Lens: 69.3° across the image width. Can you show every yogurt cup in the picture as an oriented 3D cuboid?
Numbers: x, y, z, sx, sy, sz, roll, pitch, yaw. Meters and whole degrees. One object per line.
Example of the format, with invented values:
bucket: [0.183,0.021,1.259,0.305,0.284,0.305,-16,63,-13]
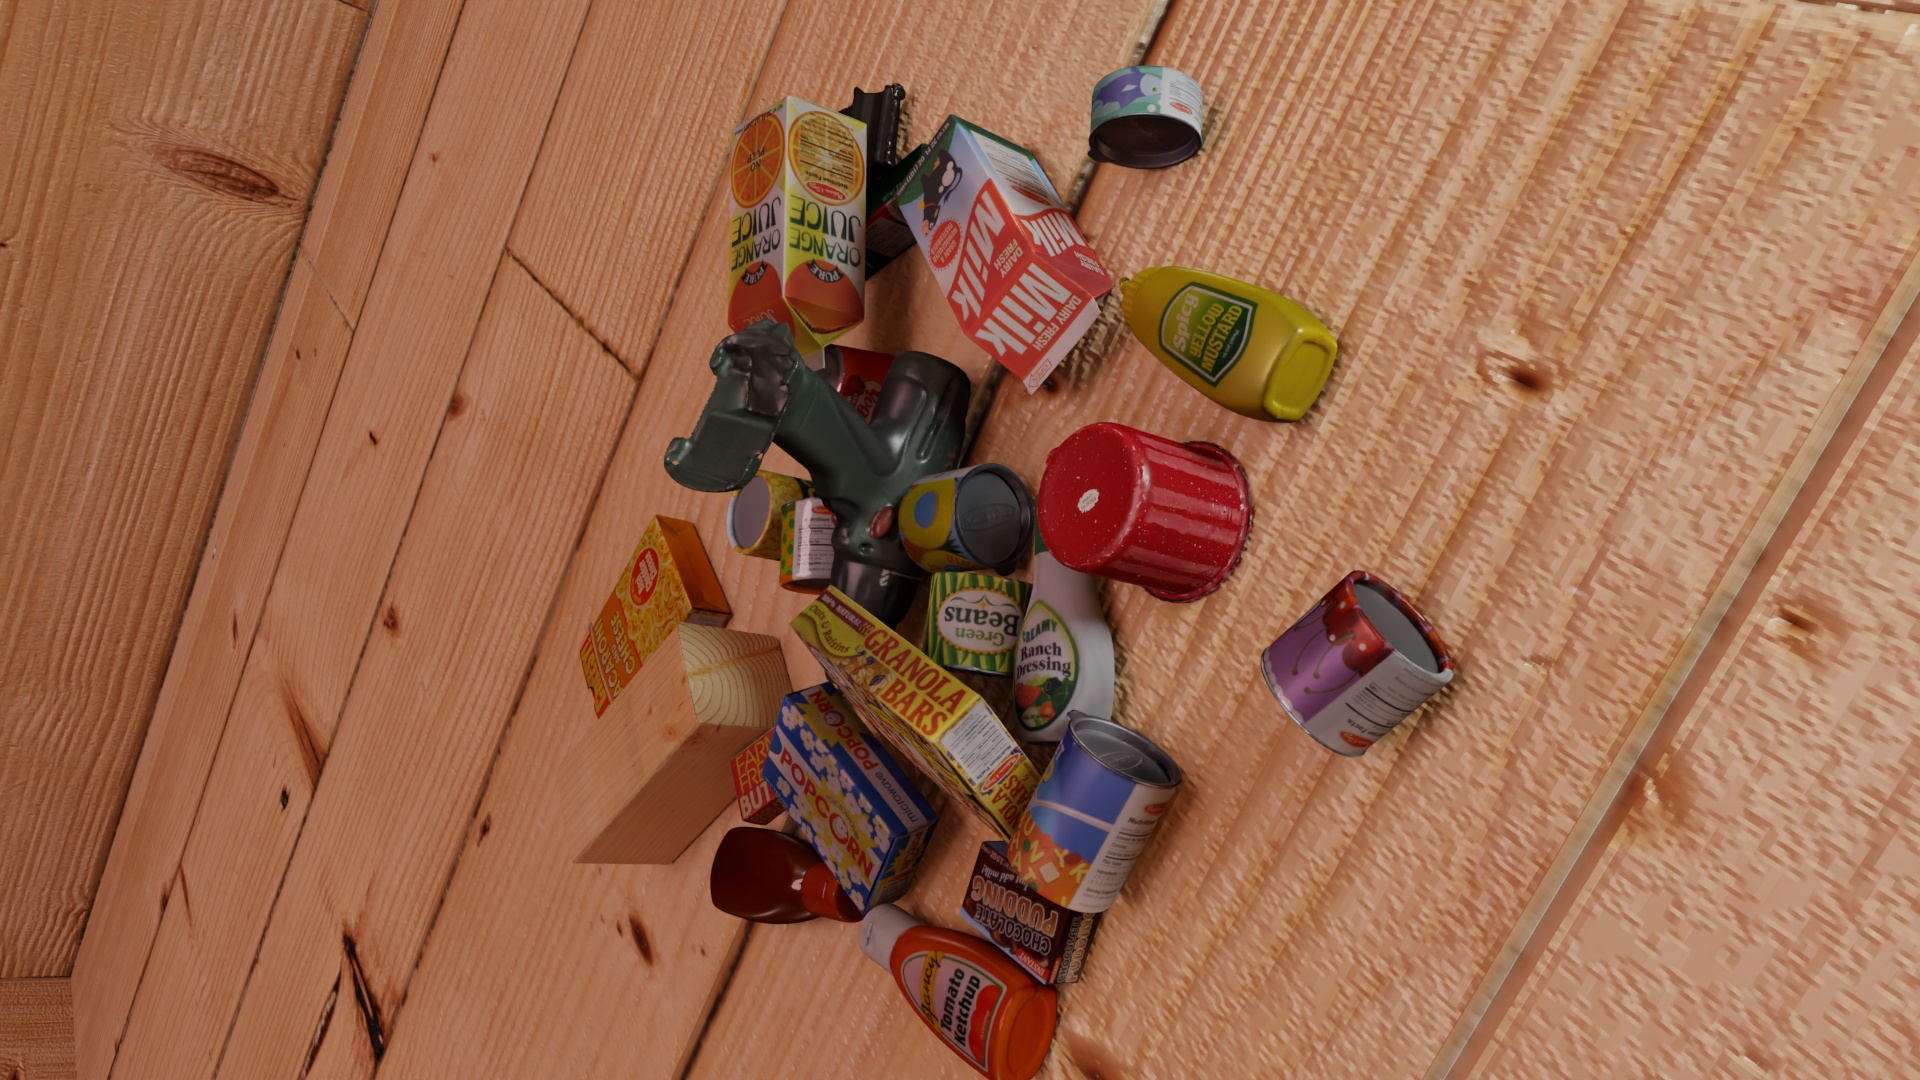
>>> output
yogurt cup: [-0.080,-0.110,1.013,0.072,0.054,0.072,-18,65,46]

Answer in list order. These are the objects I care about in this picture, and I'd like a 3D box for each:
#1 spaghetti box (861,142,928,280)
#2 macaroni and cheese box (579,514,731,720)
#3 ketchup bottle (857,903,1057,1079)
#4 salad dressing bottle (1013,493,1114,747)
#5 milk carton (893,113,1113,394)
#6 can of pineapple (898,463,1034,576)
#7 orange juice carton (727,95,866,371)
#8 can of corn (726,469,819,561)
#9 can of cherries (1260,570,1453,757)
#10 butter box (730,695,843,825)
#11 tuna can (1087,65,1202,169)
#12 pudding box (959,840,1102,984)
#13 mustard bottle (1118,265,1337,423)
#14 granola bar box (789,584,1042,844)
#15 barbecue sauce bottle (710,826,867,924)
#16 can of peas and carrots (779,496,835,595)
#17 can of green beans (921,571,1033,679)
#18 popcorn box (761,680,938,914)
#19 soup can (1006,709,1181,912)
spaghetti box: [-0.086,-0.220,1.055,0.249,0.050,0.029,-26,59,44]
macaroni and cheese box: [-0.267,0.080,1.193,0.165,0.040,0.124,-56,43,24]
ketchup bottle: [-0.006,0.261,0.826,0.149,0.043,0.064,16,94,51]
salad dressing bottle: [0.060,0.045,0.808,0.064,0.044,0.148,-15,68,48]
milk carton: [0.031,-0.180,0.884,0.072,0.073,0.191,-50,47,29]
can of pineapple: [0.003,-0.011,0.875,0.057,0.071,0.071,-9,73,49]
orange juice carton: [-0.116,-0.207,0.989,0.071,0.073,0.193,-11,75,47]
can of corn: [-0.134,-0.018,1.048,0.071,0.058,0.071,-17,67,47]
can of cherries: [0.182,0.054,0.642,0.058,0.071,0.072,-50,46,29]
butter box: [-0.120,0.156,0.994,0.103,0.024,0.053,-38,52,24]
tuna can: [0.107,-0.248,0.818,0.071,0.071,0.033,-10,72,49]
pudding box: [0.040,0.212,0.796,0.084,0.030,0.049,26,101,50]
mustard bottle: [0.132,-0.117,0.764,0.160,0.049,0.065,39,108,48]
granola bar box: [-0.021,0.106,0.826,0.039,0.123,0.166,-44,39,-12]
barbecue sauce bottle: [-0.118,0.237,0.966,0.148,0.043,0.065,-5,69,49]
can of peas and carrots: [-0.095,0.006,0.991,0.071,0.071,0.059,-15,69,47]
can of green beans: [0.012,0.052,0.847,0.071,0.071,0.058,-1,79,50]
popcorn box: [-0.074,0.165,0.898,0.127,0.038,0.084,47,137,29]
soup can: [0.069,0.146,0.750,0.071,0.071,0.083,43,113,47]
